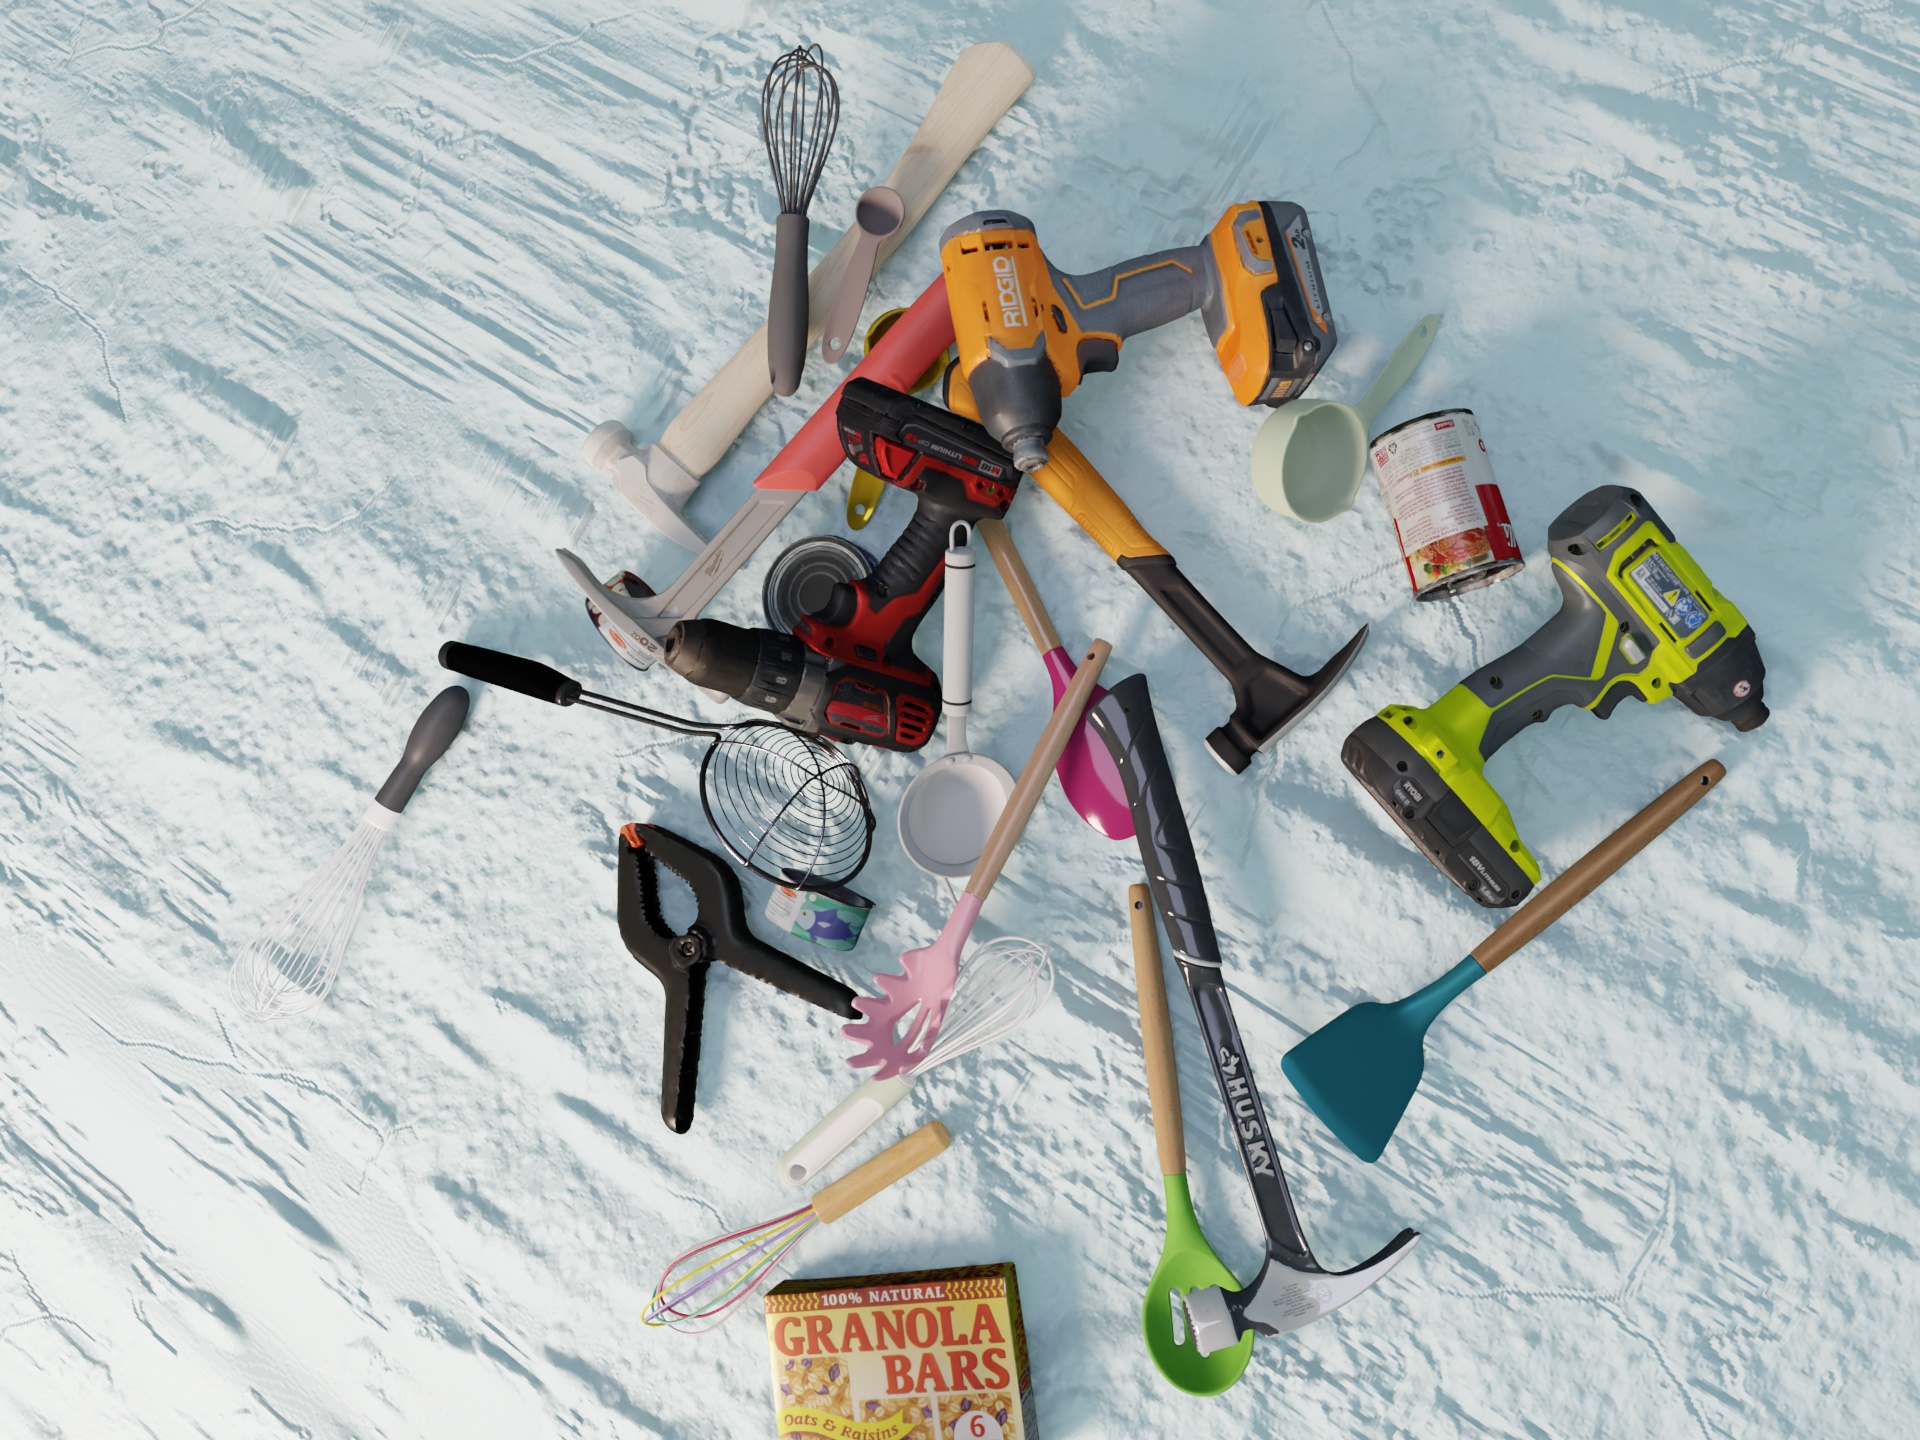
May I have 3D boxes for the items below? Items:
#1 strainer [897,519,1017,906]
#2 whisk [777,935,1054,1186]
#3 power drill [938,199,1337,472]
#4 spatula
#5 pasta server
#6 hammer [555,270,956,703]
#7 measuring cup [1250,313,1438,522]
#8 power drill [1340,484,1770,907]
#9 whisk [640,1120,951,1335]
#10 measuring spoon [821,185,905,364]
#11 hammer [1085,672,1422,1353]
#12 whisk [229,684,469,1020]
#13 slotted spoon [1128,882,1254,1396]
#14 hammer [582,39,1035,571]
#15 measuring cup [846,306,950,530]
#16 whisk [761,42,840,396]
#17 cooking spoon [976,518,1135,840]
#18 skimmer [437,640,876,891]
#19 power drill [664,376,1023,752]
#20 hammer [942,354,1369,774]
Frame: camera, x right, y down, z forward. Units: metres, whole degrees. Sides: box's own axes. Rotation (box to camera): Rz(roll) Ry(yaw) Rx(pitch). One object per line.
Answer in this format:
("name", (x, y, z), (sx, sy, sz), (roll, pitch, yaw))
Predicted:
("strainer", (-0.002, -0.003, 1.023), (0.087, 0.050, 0.258), (-6, 113, -19))
("whisk", (-0.032, 0.227, 1.045), (0.246, 0.059, 0.057), (-43, 103, 12))
("power drill", (0.109, -0.238, 0.985), (0.226, 0.084, 0.164), (-7, 74, -9))
("spatula", (0.334, 0.132, 0.954), (0.317, 0.044, 0.082), (-42, 85, 6))
("pasta server", (0.018, 0.086, 1.019), (0.060, 0.040, 0.316), (25, 85, 33))
("hammer", (-0.099, -0.188, 1.054), (0.149, 0.037, 0.359), (42, 93, -7))
("measuring cup", (0.244, -0.199, 1.009), (0.167, 0.083, 0.038), (-51, 37, -13))
("power drill", (0.353, -0.003, 0.932), (0.223, 0.080, 0.171), (-43, 102, 6))
("whisk", (-0.110, 0.338, 1.062), (0.245, 0.051, 0.047), (-34, 112, 6))
("measuring spoon", (-0.069, -0.302, 1.086), (0.034, 0.018, 0.124), (22, 98, 8))
("hammer", (0.159, 0.167, 0.989), (0.149, 0.036, 0.409), (-15, 80, -2))
("whisk", (-0.441, 0.096, 1.164), (0.070, 0.070, 0.284), (31, 89, 16))
("slotted spoon", (0.134, 0.260, 1.006), (0.070, 0.031, 0.314), (-9, 81, 14))
("hammer", (-0.086, -0.295, 1.112), (0.146, 0.038, 0.410), (43, 96, 13))
("measuring cup", (-0.054, -0.208, 1.100), (0.062, 0.029, 0.156), (14, 104, -19))
("whisk", (-0.112, -0.340, 1.081), (0.055, 0.055, 0.239), (4, 91, 15))
("cooking spoon", (0.050, -0.069, 1.063), (0.069, 0.017, 0.319), (-27, 79, 11))
("skimmer", (-0.224, 0.021, 1.105), (0.363, 0.127, 0.090), (16, 122, 27))
("power drill", (-0.071, -0.099, 1.010), (0.080, 0.187, 0.226), (38, 109, 58))
("hammer", (0.112, -0.127, 1.043), (0.127, 0.034, 0.337), (-44, 76, 8))
